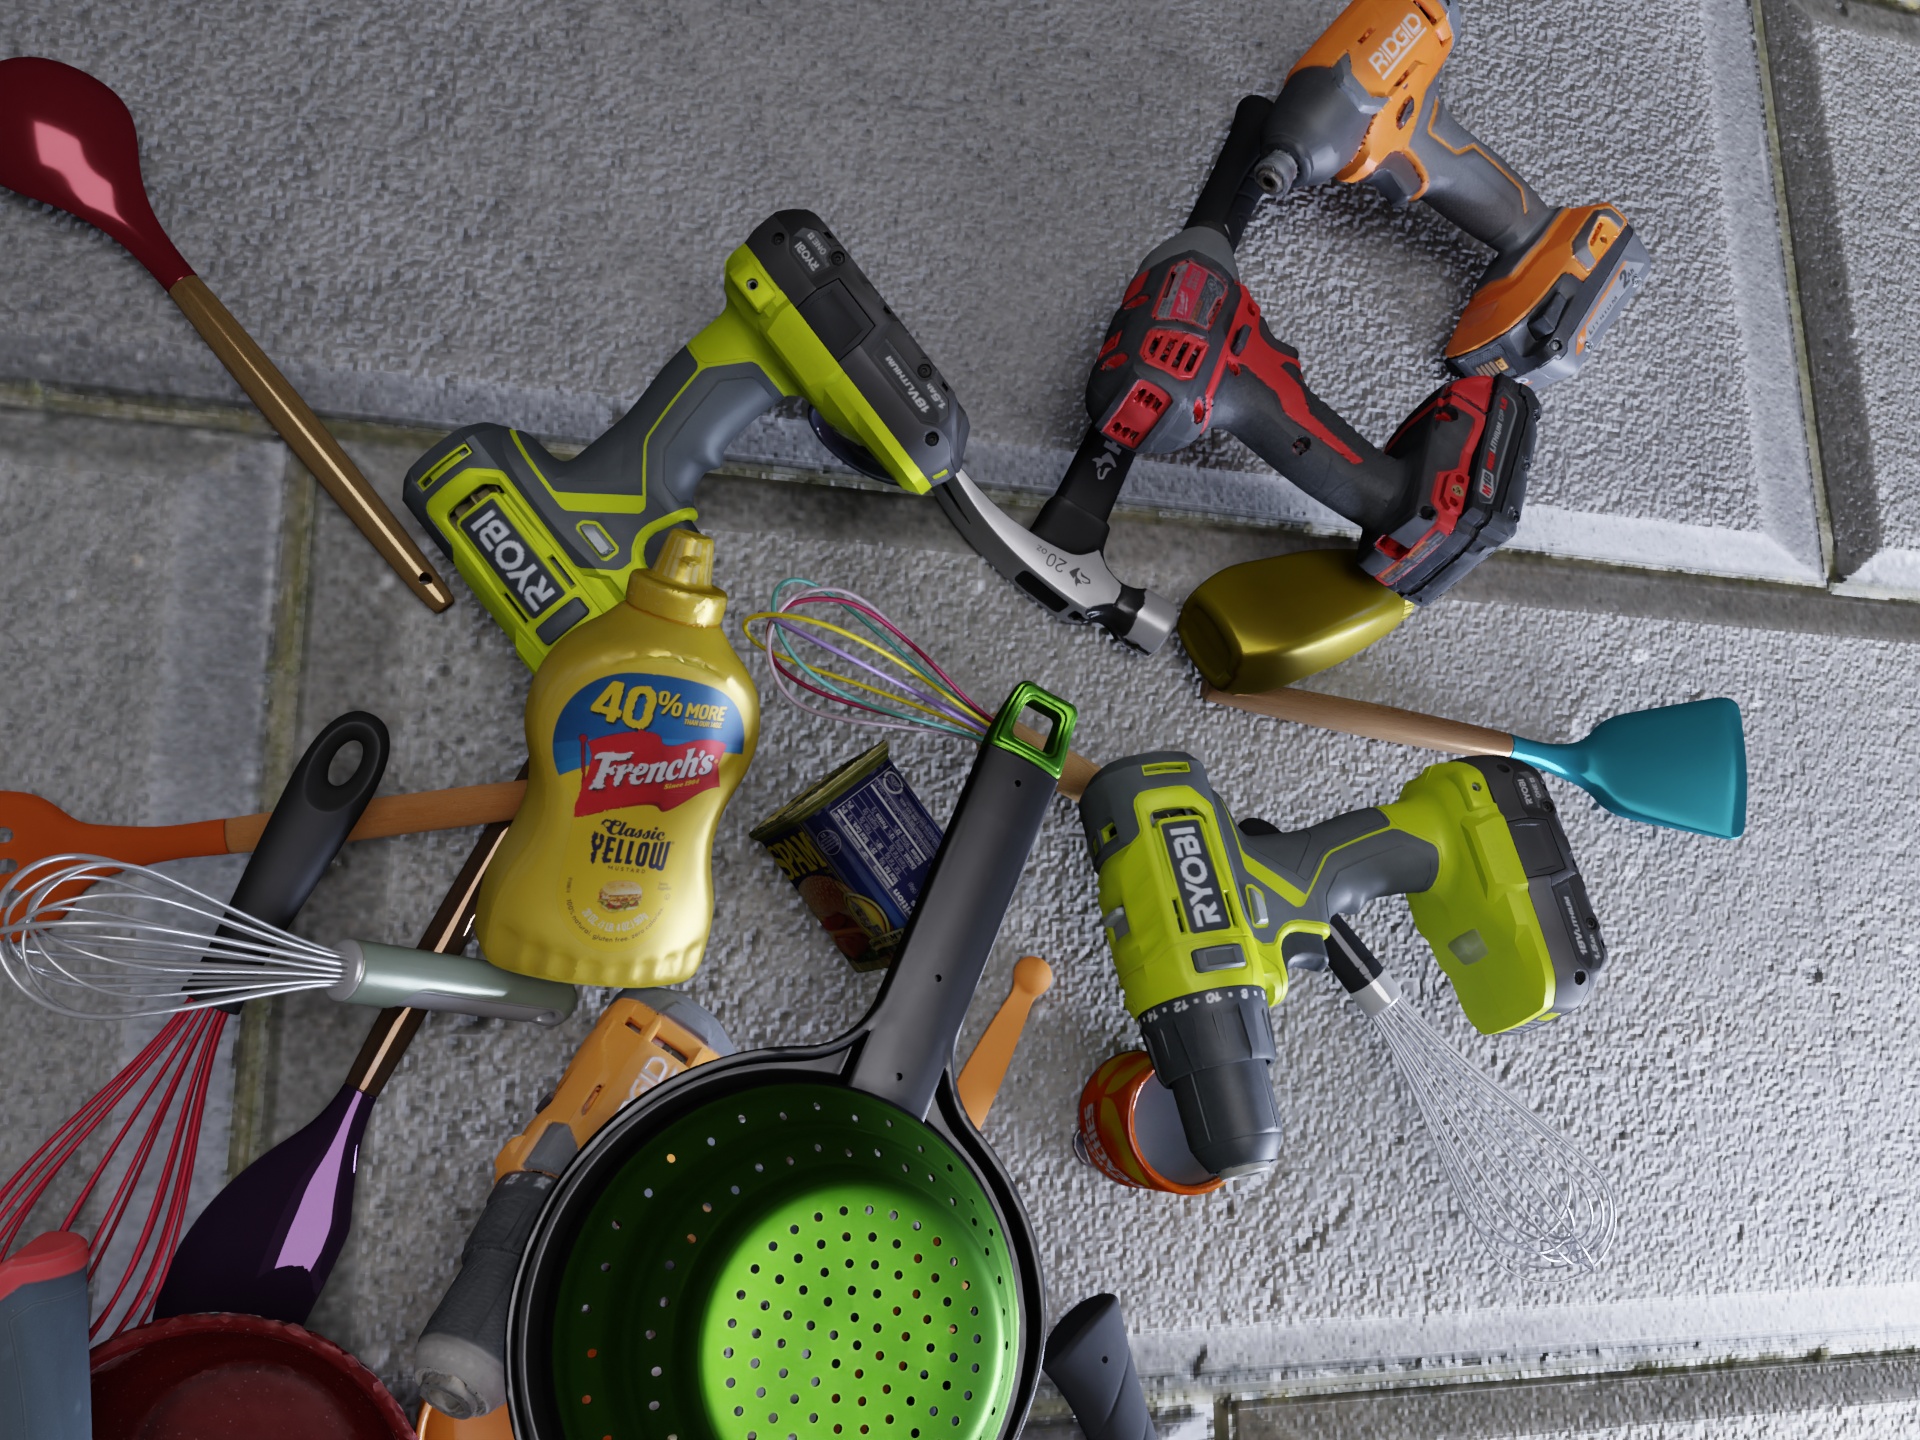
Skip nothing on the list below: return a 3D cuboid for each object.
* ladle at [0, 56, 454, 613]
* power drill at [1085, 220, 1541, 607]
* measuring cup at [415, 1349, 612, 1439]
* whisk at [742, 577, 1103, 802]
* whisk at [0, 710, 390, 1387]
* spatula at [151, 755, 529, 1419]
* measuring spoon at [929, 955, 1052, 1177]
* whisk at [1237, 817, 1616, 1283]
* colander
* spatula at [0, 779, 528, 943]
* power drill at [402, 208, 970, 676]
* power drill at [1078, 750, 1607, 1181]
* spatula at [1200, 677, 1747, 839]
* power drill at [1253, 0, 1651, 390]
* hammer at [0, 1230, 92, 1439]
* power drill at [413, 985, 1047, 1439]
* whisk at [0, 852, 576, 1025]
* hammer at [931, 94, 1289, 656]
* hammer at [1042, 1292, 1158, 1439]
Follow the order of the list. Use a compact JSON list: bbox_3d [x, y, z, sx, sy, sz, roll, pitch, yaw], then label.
[{"bbox_3d":[-0.333,-0.173,0.714,0.069,0.031,0.315,-40,94,-23],"label":"ladle"},{"bbox_3d":[0.178,-0.165,0.814,0.219,0.078,0.143,27,58,-8],"label":"power drill"},{"bbox_3d":[-0.139,0.301,0.659,0.173,0.052,0.095,21,71,-17],"label":"measuring cup"},{"bbox_3d":[-0.003,-0.003,0.731,0.244,0.047,0.051,28,36,-41],"label":"whisk"},{"bbox_3d":[-0.303,0.128,0.622,0.073,0.073,0.296,27,76,-11],"label":"whisk"},{"bbox_3d":[-0.244,0.133,0.678,0.060,0.018,0.316,26,71,-1],"label":"spatula"},{"bbox_3d":[0.014,0.165,0.759,0.021,0.011,0.117,32,70,-9],"label":"measuring spoon"},{"bbox_3d":[0.233,0.164,0.811,0.070,0.070,0.284,-36,86,-22],"label":"whisk"},{"bbox_3d":[-0.021,0.146,0.590,0.204,0.094,0.397,28,66,-12],"label":"colander"},{"bbox_3d":[-0.281,0.047,0.664,0.322,0.041,0.081,-7,93,-14],"label":"spatula"},{"bbox_3d":[-0.112,-0.102,0.711,0.223,0.080,0.171,-38,91,4],"label":"power drill"},{"bbox_3d":[0.179,0.104,0.748,0.228,0.080,0.191,-5,66,-19],"label":"power drill"},{"bbox_3d":[0.281,0.006,0.866,0.317,0.044,0.082,10,74,-15],"label":"spatula"},{"bbox_3d":[0.267,-0.289,0.893,0.226,0.084,0.164,45,69,-13],"label":"power drill"},{"bbox_3d":[-0.301,0.373,0.547,0.143,0.038,0.386,0,88,-10],"label":"hammer"},{"bbox_3d":[-0.091,0.235,0.643,0.226,0.084,0.185,37,40,-7],"label":"power drill"},{"bbox_3d":[-0.244,0.095,0.610,0.246,0.058,0.059,23,48,-52],"label":"whisk"},{"bbox_3d":[0.104,-0.208,0.860,0.146,0.035,0.335,29,71,-11],"label":"hammer"},{"bbox_3d":[0.122,0.464,0.717,0.149,0.036,0.409,-16,83,-22],"label":"hammer"}]
